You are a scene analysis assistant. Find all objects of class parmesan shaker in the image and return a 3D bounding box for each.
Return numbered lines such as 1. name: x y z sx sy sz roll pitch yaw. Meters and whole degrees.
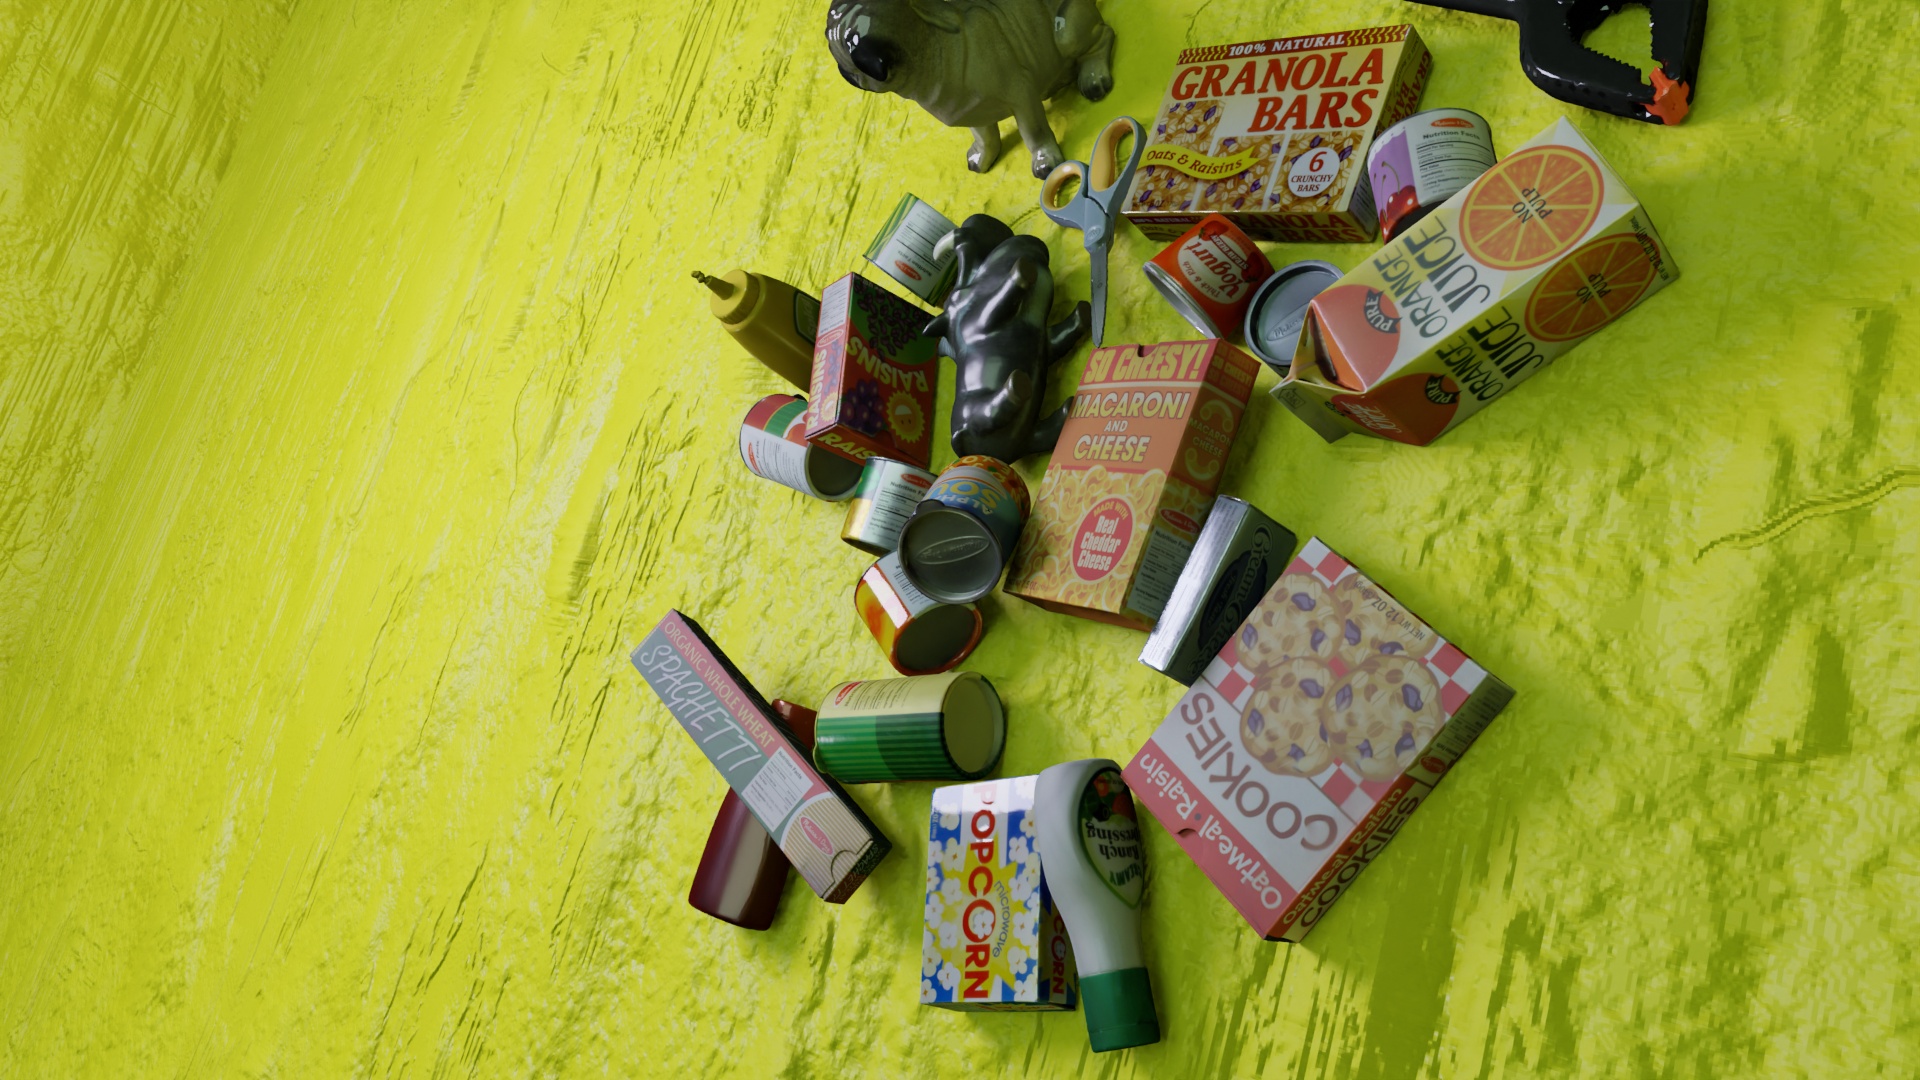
1. parmesan shaker: -0.032 0.119 0.862 0.103 0.071 0.071 -9 65 38

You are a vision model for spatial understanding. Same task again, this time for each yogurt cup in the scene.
1. yogurt cup: 0.152 -0.159 0.836 0.054 0.072 0.072 -44 47 7

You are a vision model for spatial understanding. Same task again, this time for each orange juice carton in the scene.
1. orange juice carton: 0.255 -0.118 0.717 0.192 0.072 0.073 -37 49 23

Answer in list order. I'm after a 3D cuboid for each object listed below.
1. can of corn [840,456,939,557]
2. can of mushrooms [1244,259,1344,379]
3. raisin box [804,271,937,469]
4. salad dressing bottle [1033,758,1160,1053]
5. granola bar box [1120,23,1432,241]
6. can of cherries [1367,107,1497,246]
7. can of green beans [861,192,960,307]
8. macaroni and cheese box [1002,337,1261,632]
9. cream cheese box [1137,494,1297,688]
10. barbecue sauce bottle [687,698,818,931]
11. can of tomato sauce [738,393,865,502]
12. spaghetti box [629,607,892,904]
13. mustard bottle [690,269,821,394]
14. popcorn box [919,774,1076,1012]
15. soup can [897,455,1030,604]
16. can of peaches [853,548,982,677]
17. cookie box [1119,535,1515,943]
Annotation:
1. can of corn: -0.042 -0.018 0.940 0.071 0.071 0.058 10 78 44
2. can of mushrooms: 0.200 -0.122 0.795 0.071 0.033 0.071 -19 58 34
3. raisin box: -0.061 -0.116 0.988 0.040 0.086 0.124 -18 59 42
4. salad dressing bottle: 0.075 0.193 0.740 0.044 0.064 0.148 -26 63 37
5. granola bar box: 0.192 -0.248 0.858 0.165 0.039 0.124 13 79 45
6. can of cherries: 0.259 -0.189 0.755 0.071 0.071 0.058 -21 59 34
7. can of green beans: -0.029 -0.214 1.021 0.057 0.071 0.071 -54 45 7
8. macaroni and cheese box: 0.098 -0.035 0.819 0.123 0.040 0.166 7 75 60
9. cream cheese box: 0.141 0.031 0.760 0.024 0.053 0.104 25 88 47
10. barbecue sauce bottle: -0.134 0.183 0.940 0.065 0.043 0.149 8 75 40
11. can of tomato sauce: -0.112 -0.070 1.027 0.083 0.071 0.071 21 85 45
12. spaghetti box: -0.137 0.135 0.916 0.050 0.028 0.251 -49 55 1
13. mustard bottle: -0.135 -0.159 1.023 0.048 0.160 0.065 -23 58 31
14. popcorn box: 0.023 0.201 0.794 0.085 0.038 0.127 -15 61 36
15. soup can: 0.003 -0.011 0.867 0.071 0.071 0.084 -32 14 27
16. can of peaches: -0.027 0.048 0.896 0.071 0.071 0.058 -50 46 12
17. cookie box: 0.175 0.100 0.707 0.167 0.040 0.123 -52 45 9
